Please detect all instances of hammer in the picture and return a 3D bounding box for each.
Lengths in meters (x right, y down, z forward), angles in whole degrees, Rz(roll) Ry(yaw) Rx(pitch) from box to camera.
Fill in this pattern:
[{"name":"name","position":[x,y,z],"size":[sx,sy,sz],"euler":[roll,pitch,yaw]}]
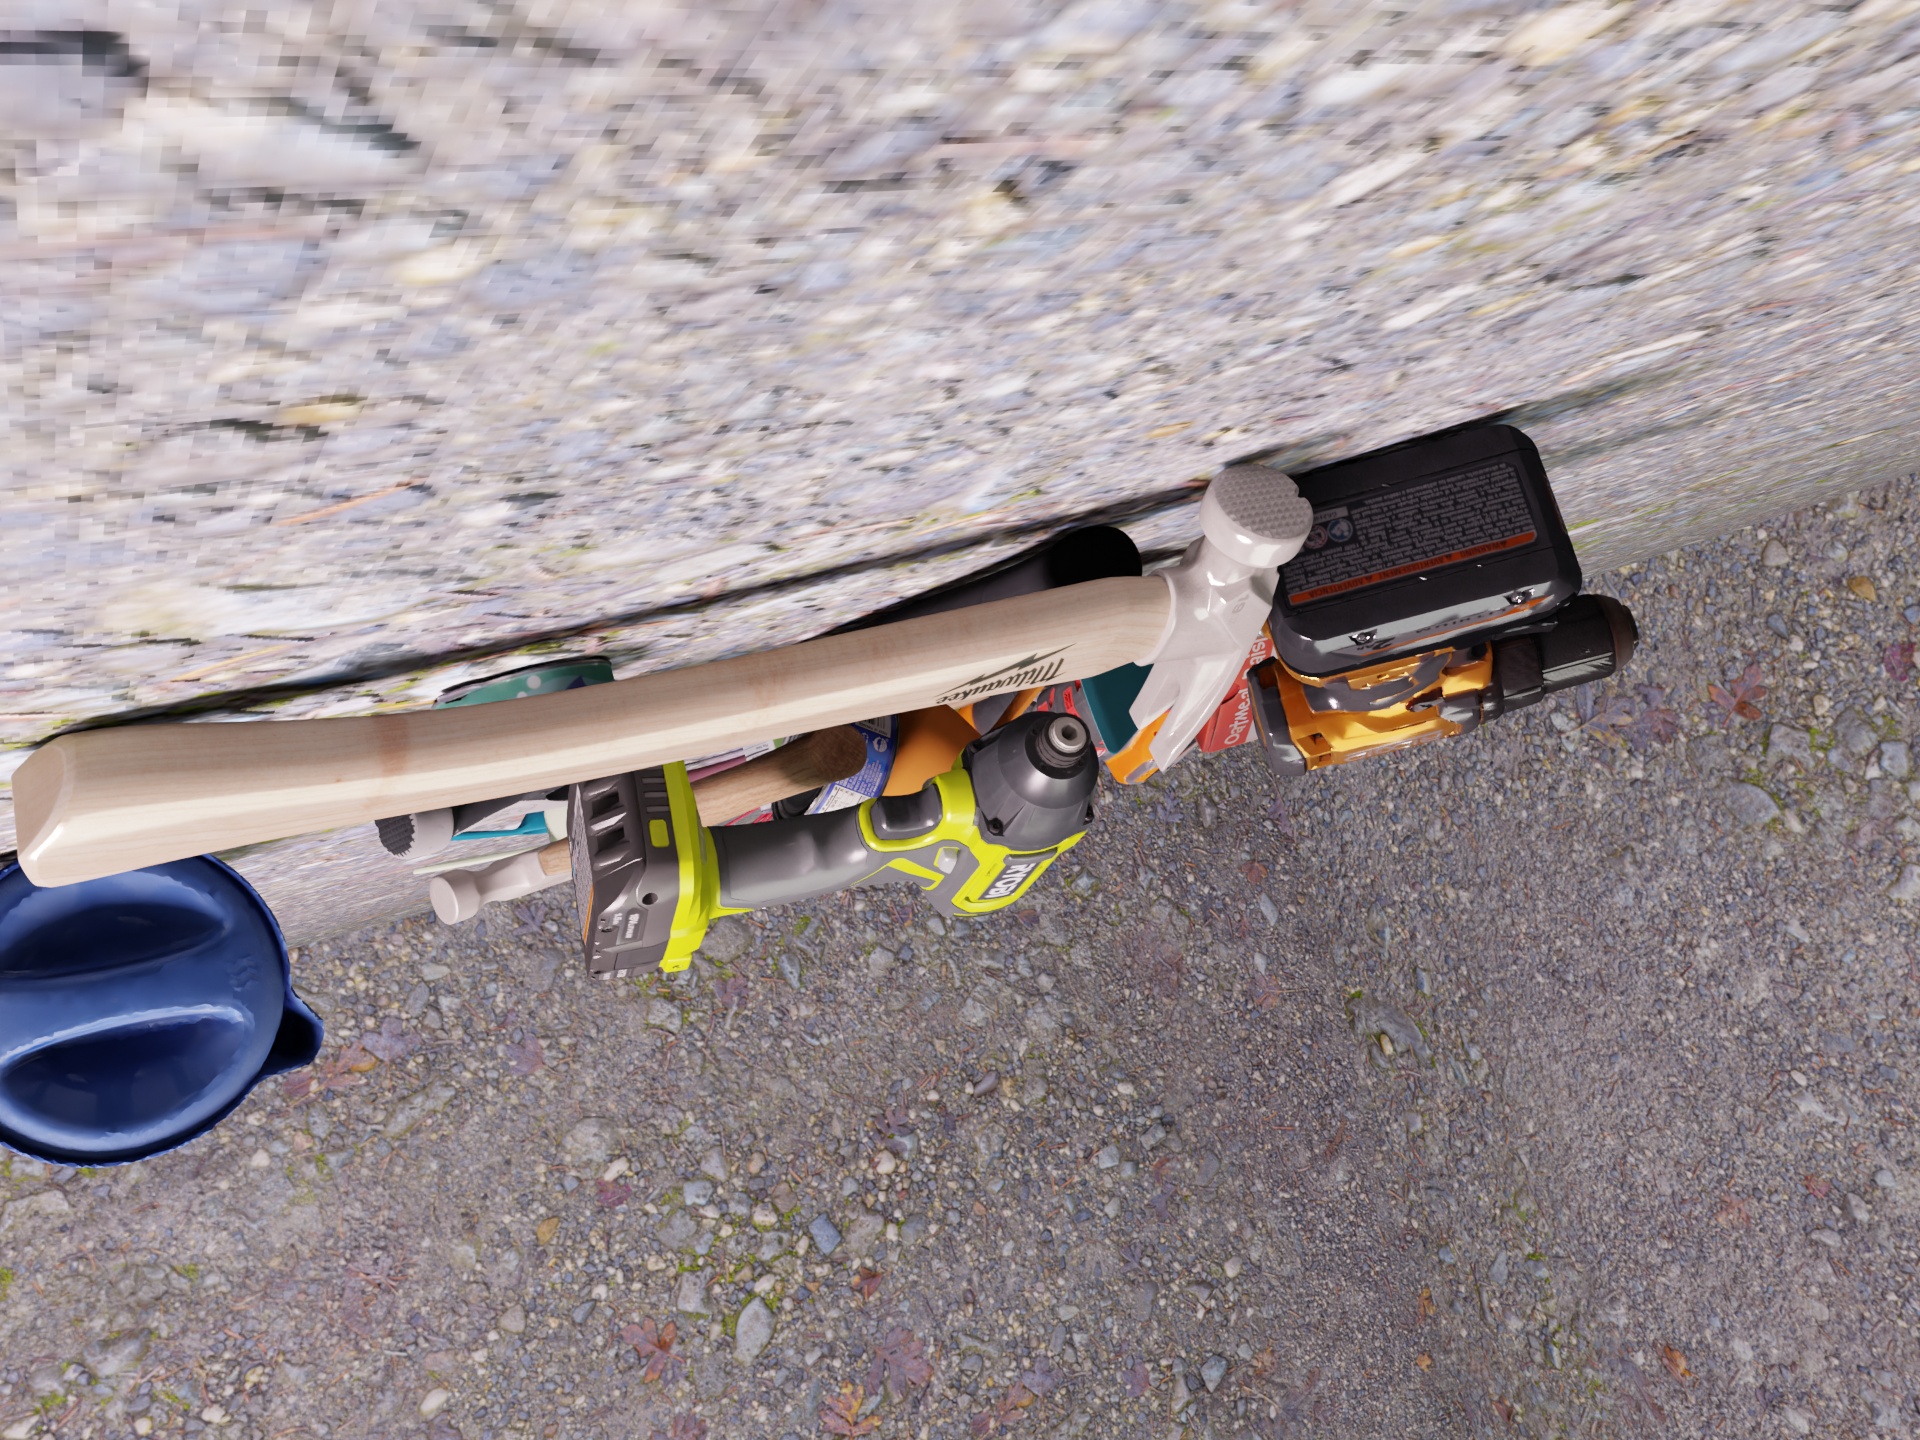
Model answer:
[{"name":"hammer","position":[-0.093,-0.008,0.724],"size":[0.409,0.036,0.149],"euler":[-19,177,36]},{"name":"hammer","position":[-0.162,0.054,0.872],"size":[0.130,0.031,0.331],"euler":[-19,179,-45]},{"name":"hammer","position":[-0.080,0.001,0.533],"size":[0.410,0.038,0.146],"euler":[-11,147,-22]}]

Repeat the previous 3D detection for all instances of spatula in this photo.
[{"name":"spatula","position":[0.206,-0.067,1.068],"size":[0.317,0.082,0.044],"euler":[-21,-175,-23]}]

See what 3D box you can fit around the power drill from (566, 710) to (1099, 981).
[{"name":"power drill","position":[-0.055,0.048,0.705],"size":[0.223,0.080,0.171],"euler":[-7,158,-19]}]

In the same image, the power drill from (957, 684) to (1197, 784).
[{"name":"power drill","position":[0.095,0.000,1.271],"size":[0.226,0.084,0.164],"euler":[-8,156,-32]}]

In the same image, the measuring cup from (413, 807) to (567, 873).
[{"name":"measuring cup","position":[-0.285,0.068,1.067],"size":[0.167,0.038,0.083],"euler":[-12,175,-30]}]

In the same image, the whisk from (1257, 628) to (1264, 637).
[{"name":"whisk","position":[0.173,-0.059,0.871],"size":[0.246,0.058,0.059],"euler":[-5,164,33]}]

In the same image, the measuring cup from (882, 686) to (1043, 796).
[{"name":"measuring cup","position":[-0.001,-0.003,0.893],"size":[0.173,0.052,0.095],"euler":[-50,-160,-3]}]

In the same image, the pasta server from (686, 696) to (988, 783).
[{"name":"pasta server","position":[-0.128,0.030,1.177],"size":[0.316,0.040,0.060],"euler":[-18,-158,-3]}]

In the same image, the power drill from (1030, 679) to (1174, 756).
[{"name":"power drill","position":[0.152,-0.021,1.144],"size":[0.219,0.078,0.143],"euler":[-16,169,-25]}]

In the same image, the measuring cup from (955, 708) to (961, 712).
[{"name":"measuring cup","position":[0.055,-0.018,1.324],"size":[0.156,0.029,0.062],"euler":[-20,175,34]}]

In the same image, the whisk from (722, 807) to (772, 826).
[{"name":"whisk","position":[-0.146,0.056,1.280],"size":[0.296,0.073,0.073],"euler":[-22,174,39]}]

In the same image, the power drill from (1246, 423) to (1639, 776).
[{"name":"power drill","position":[0.218,-0.045,0.707],"size":[0.185,0.084,0.226],"euler":[-15,160,8]}]

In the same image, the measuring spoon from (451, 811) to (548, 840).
[{"name":"measuring spoon","position":[-0.330,0.071,1.111],"size":[0.128,0.021,0.042],"euler":[-3,170,-34]}]
